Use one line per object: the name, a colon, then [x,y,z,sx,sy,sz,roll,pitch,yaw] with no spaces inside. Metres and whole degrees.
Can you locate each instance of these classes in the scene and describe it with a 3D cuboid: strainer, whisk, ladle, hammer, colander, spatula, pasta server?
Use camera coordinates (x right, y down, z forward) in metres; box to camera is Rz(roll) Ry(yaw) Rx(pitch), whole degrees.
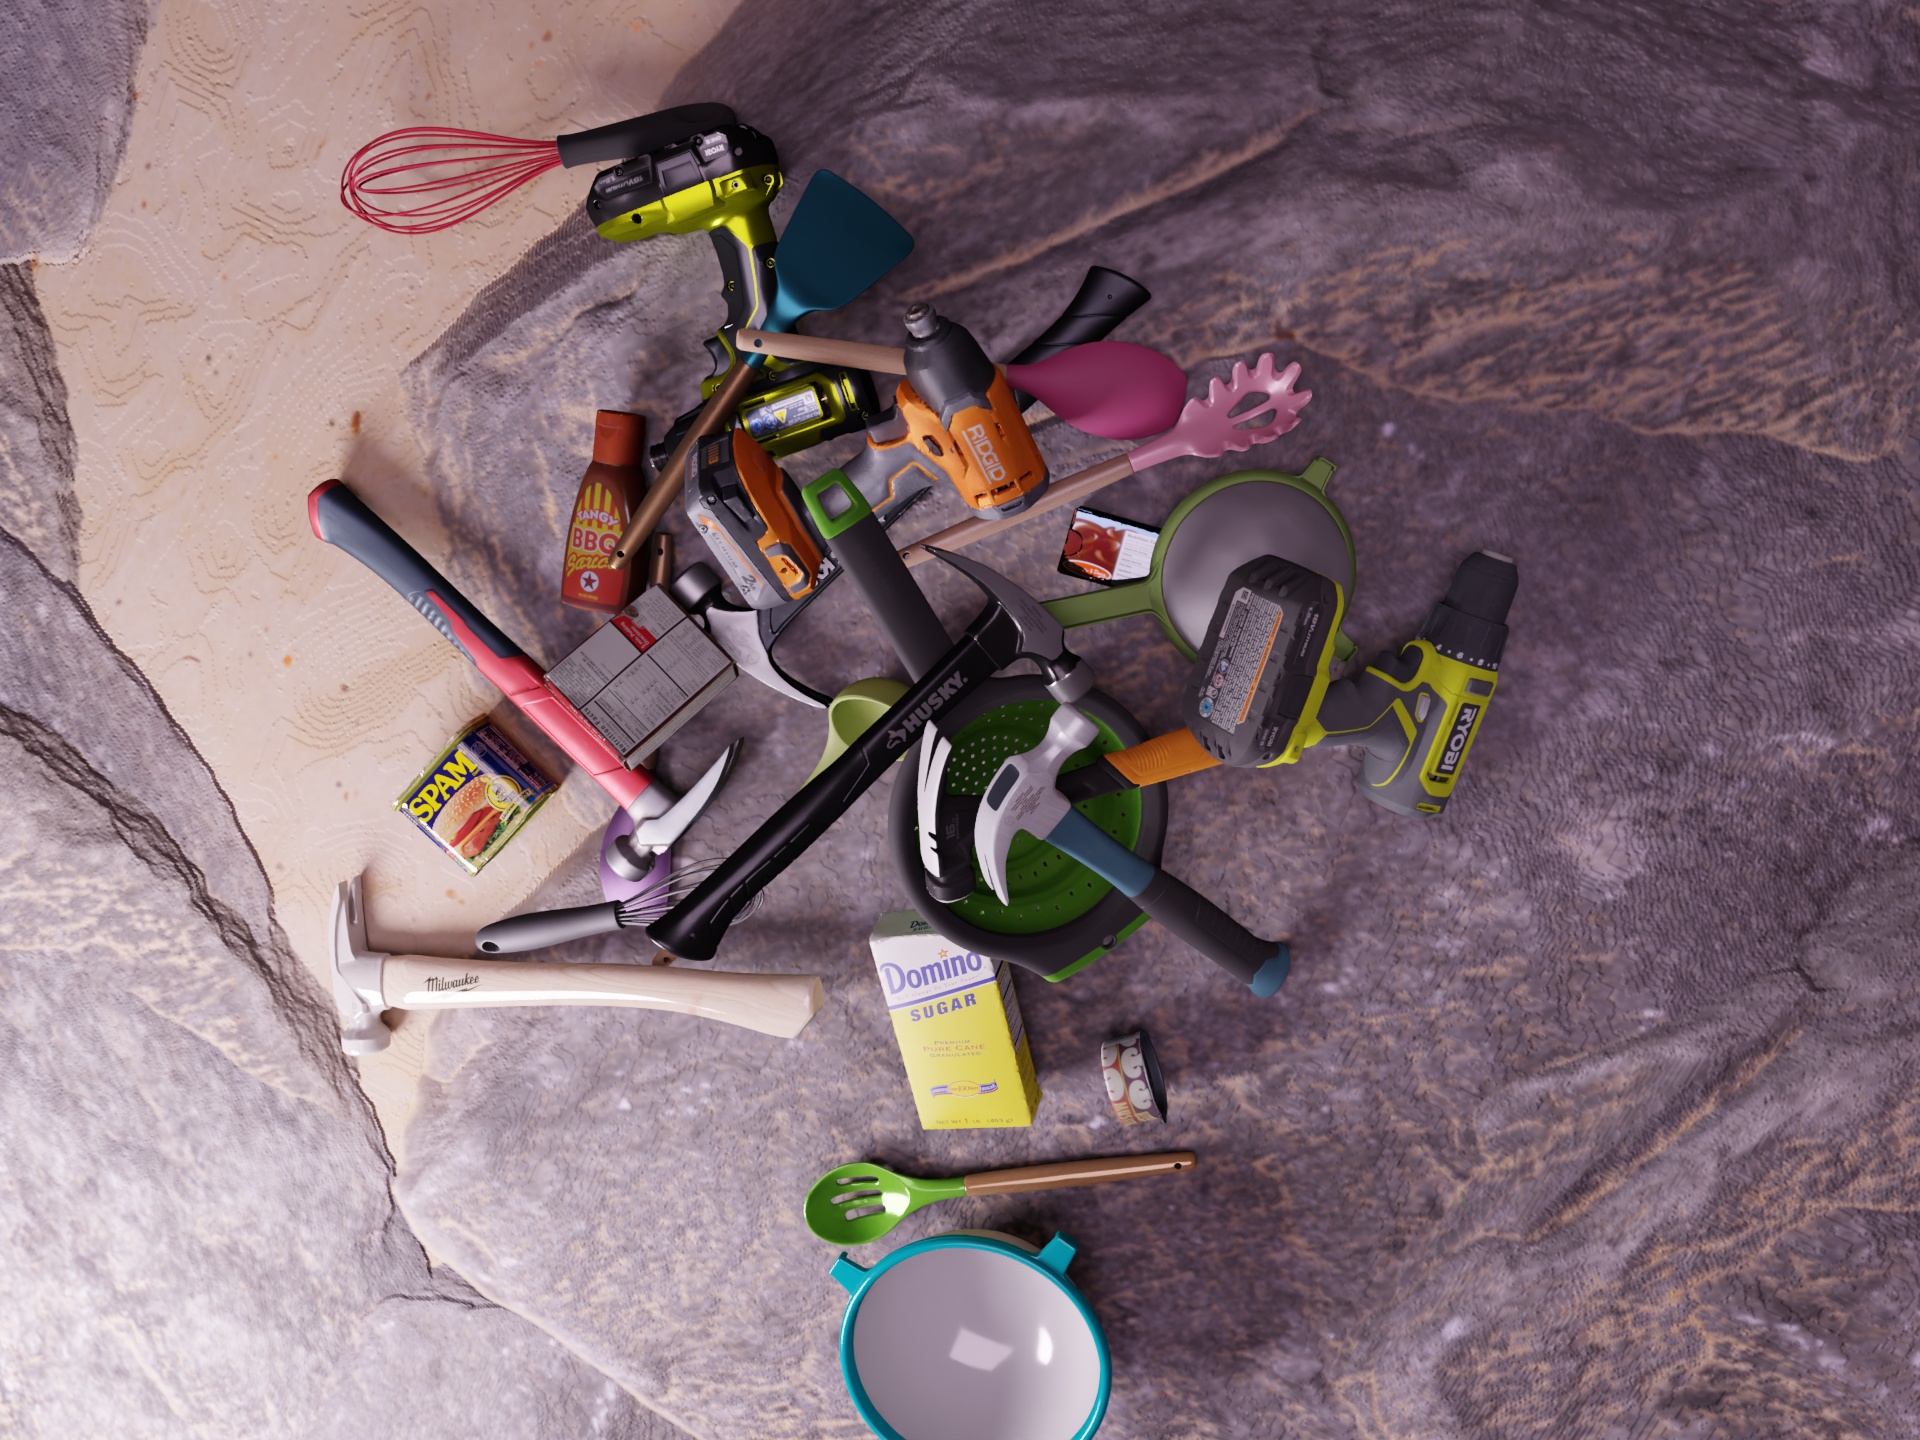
strainer: [0.031,0.541,1.259,0.211,0.095,0.340,-10,101,13]
whisk: [-0.262,0.147,1.212,0.239,0.055,0.055,-12,99,11]
ladle: [-0.139,0.089,1.218,0.078,0.062,0.320,36,108,-20]
hammer: [-0.074,0.031,1.040,0.335,0.035,0.146,-43,110,-5]
hammer: [-0.310,0.201,1.262,0.410,0.038,0.146,0,99,12]
hammer: [-0.024,-0.176,1.160,0.409,0.036,0.149,-41,94,13]
hammer: [-0.342,-0.056,1.217,0.386,0.038,0.143,43,107,2]
colander: [-0.002,-0.004,1.124,0.204,0.094,0.396,-34,108,-8]
strainer: [0.159,-0.086,1.101,0.256,0.069,0.151,-12,105,-4]
hammer: [0.128,0.022,1.086,0.337,0.034,0.127,-16,124,-21]
whisk: [-0.306,-0.406,1.148,0.296,0.073,0.073,-10,99,5]
spatula: [-0.244,0.011,1.237,0.060,0.018,0.316,10,103,9]
spatula: [-0.156,-0.229,1.110,0.082,0.044,0.317,37,111,-8]
pasta server: [0.094,-0.173,1.124,0.316,0.040,0.060,-22,83,5]
hammer: [0.132,0.114,1.097,0.128,0.033,0.330,-49,128,6]

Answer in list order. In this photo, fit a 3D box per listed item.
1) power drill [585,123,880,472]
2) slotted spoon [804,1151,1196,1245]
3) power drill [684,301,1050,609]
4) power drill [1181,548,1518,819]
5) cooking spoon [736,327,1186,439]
power drill: [-0.173,-0.293,1.140,0.171,0.080,0.223,-17,101,10]
slotted spoon: [0.030,0.368,1.260,0.314,0.031,0.070,-9,99,8]
power drill: [-0.070,-0.180,1.077,0.226,0.084,0.164,-21,133,11]
power drill: [0.275,-0.038,1.072,0.228,0.080,0.190,9,106,-34]
cooking spoon: [0.005,-0.240,1.094,0.318,0.017,0.068,5,112,-14]
